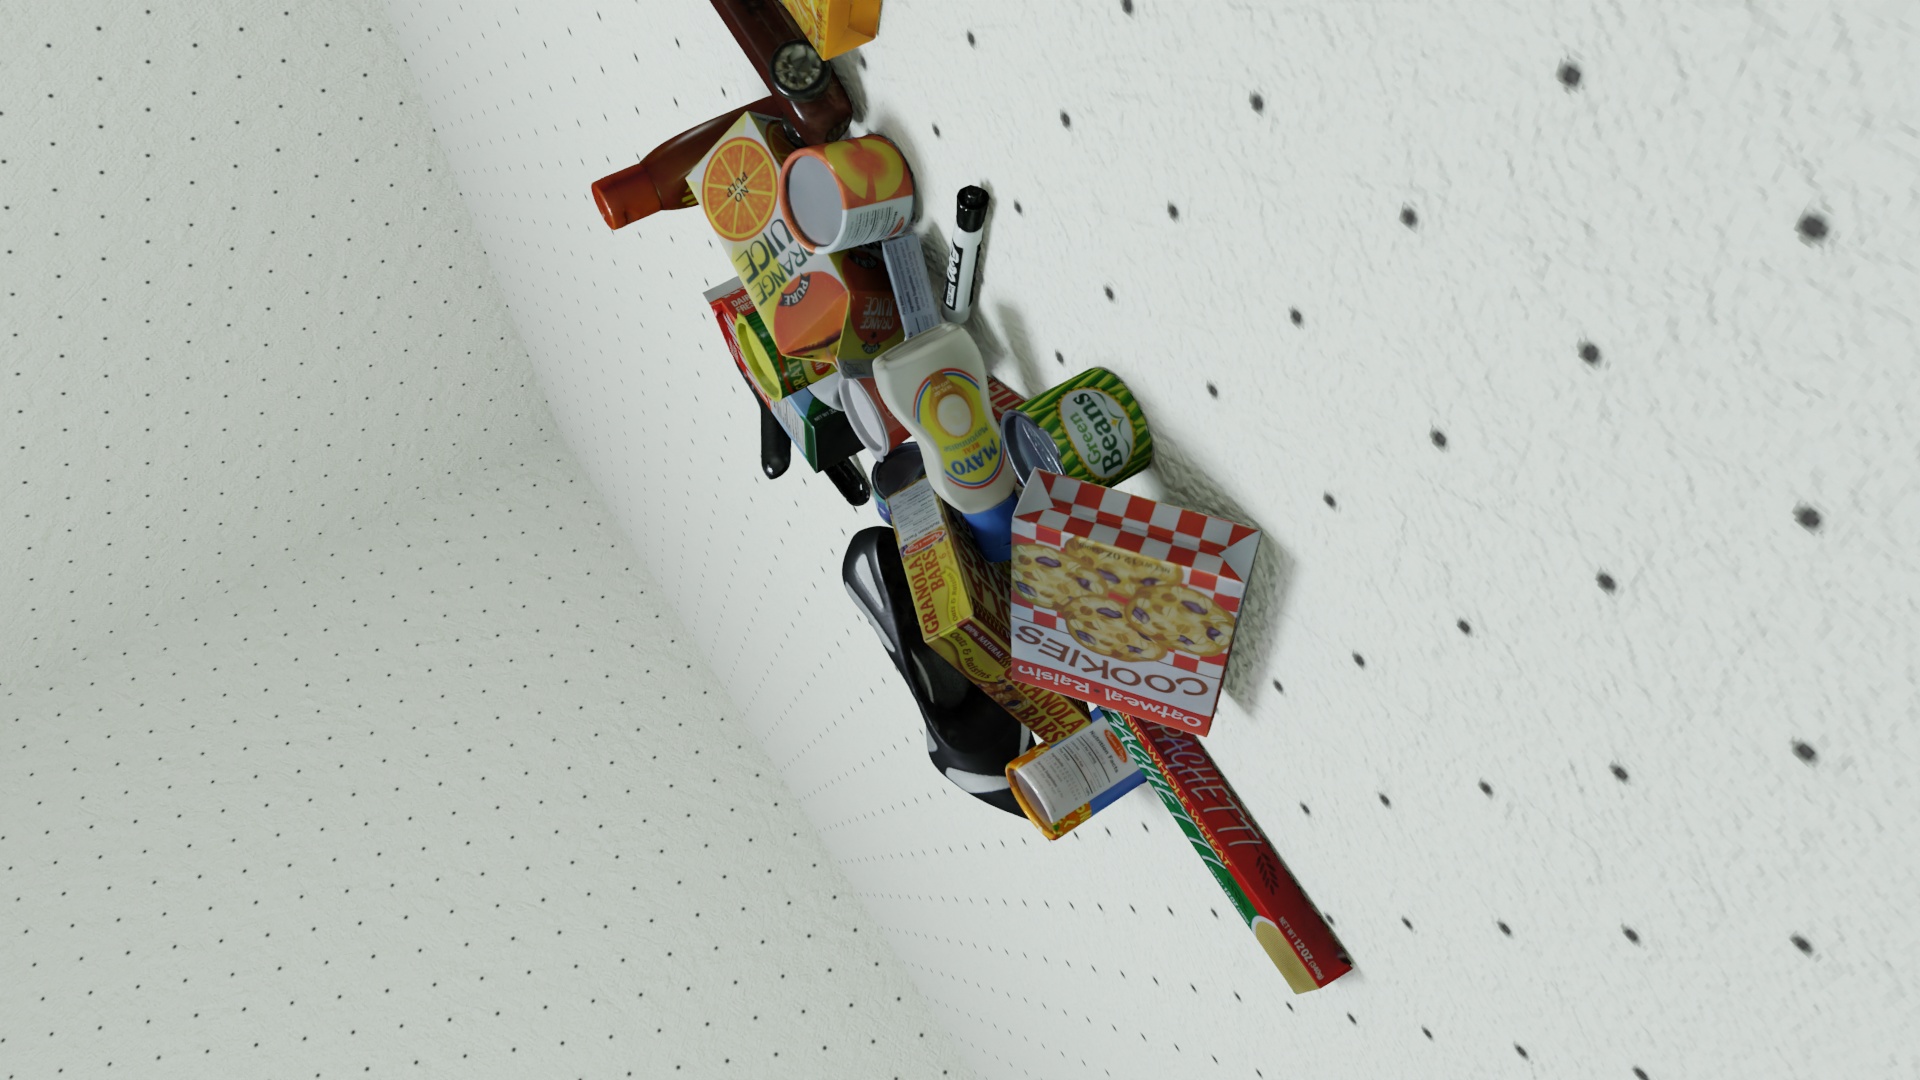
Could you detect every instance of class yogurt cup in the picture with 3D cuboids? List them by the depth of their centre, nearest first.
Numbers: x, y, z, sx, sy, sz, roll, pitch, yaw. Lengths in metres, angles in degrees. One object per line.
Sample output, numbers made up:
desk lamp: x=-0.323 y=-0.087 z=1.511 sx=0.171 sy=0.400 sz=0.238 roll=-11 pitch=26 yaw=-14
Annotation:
yogurt cup: x=-0.051 y=-0.103 z=1.027 sx=0.072 sy=0.054 sz=0.072 roll=52 pitch=160 yaw=28

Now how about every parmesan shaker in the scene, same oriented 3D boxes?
parmesan shaker: x=-0.104 y=-0.155 z=1.013 sx=0.071 sy=0.103 sz=0.071 roll=52 pitch=160 yaw=27

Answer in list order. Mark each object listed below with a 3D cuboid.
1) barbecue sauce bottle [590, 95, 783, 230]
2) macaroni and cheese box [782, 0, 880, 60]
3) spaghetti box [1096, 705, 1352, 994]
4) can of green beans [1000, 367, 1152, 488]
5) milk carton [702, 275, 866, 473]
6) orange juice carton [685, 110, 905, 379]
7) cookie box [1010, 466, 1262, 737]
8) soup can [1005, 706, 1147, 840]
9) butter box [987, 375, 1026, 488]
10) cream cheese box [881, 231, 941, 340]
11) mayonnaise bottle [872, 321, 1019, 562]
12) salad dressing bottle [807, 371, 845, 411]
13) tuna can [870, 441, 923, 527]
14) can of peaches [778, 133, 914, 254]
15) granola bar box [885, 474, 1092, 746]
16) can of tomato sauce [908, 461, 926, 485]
barbecue sauce bottle: x=-0.192 y=-0.270 z=1.005 sx=0.044 sy=0.149 sz=0.064 roll=56 pitch=161 yaw=16
macaroni and cheese box: x=-0.100 y=-0.373 z=0.771 sx=0.166 sy=0.040 sz=0.123 roll=57 pitch=162 yaw=12
spaghetti box: x=0.162 y=0.179 z=0.907 sx=0.250 sy=0.029 sz=0.050 roll=56 pitch=163 yaw=16
can of green beans: x=0.064 y=-0.055 z=0.771 sx=0.071 sy=0.058 sz=0.071 roll=52 pitch=160 yaw=27
milk carton: x=-0.141 y=-0.158 z=1.166 sx=0.191 sy=0.072 sz=0.073 roll=53 pitch=161 yaw=22
orange juice carton: x=-0.100 y=-0.189 z=0.940 sx=0.072 sy=0.072 sz=0.193 roll=-37 pitch=74 yaw=31
cookie box: x=0.092 y=0.038 z=0.770 sx=0.123 sy=0.040 sz=0.166 roll=16 pitch=147 yaw=13
soup can: x=0.085 y=0.172 z=1.021 sx=0.071 sy=0.084 sz=0.071 roll=52 pitch=161 yaw=27
butter box: x=0.039 y=-0.062 z=0.888 sx=0.104 sy=0.024 sz=0.053 roll=42 pitch=154 yaw=48
cream cheese box: x=-0.026 y=-0.141 z=0.891 sx=0.053 sy=0.024 sz=0.104 roll=126 pitch=129 yaw=-88
mayonnaise bottle: x=0.003 y=-0.057 z=0.854 sx=0.147 sy=0.065 sz=0.041 roll=64 pitch=171 yaw=-22
salad dressing bottle: x=-0.112 y=-0.169 z=1.100 sx=0.044 sy=0.064 sz=0.148 roll=13 pitch=-141 yaw=-51
tuna can: x=-0.031 y=-0.039 z=1.054 sx=0.071 sy=0.071 sz=0.032 roll=50 pitch=160 yaw=32
can of peaches: x=-0.073 y=-0.219 z=0.871 sx=0.071 sy=0.058 sz=0.071 roll=25 pitch=127 yaw=38
granola bar box: x=0.021 y=0.047 z=0.917 sx=0.165 sy=0.039 sz=0.125 roll=44 pitch=-158 yaw=-46
can of tomato sauce: x=0.004 y=-0.012 z=0.993 sx=0.071 sy=0.071 sz=0.082 roll=45 pitch=157 yaw=41
